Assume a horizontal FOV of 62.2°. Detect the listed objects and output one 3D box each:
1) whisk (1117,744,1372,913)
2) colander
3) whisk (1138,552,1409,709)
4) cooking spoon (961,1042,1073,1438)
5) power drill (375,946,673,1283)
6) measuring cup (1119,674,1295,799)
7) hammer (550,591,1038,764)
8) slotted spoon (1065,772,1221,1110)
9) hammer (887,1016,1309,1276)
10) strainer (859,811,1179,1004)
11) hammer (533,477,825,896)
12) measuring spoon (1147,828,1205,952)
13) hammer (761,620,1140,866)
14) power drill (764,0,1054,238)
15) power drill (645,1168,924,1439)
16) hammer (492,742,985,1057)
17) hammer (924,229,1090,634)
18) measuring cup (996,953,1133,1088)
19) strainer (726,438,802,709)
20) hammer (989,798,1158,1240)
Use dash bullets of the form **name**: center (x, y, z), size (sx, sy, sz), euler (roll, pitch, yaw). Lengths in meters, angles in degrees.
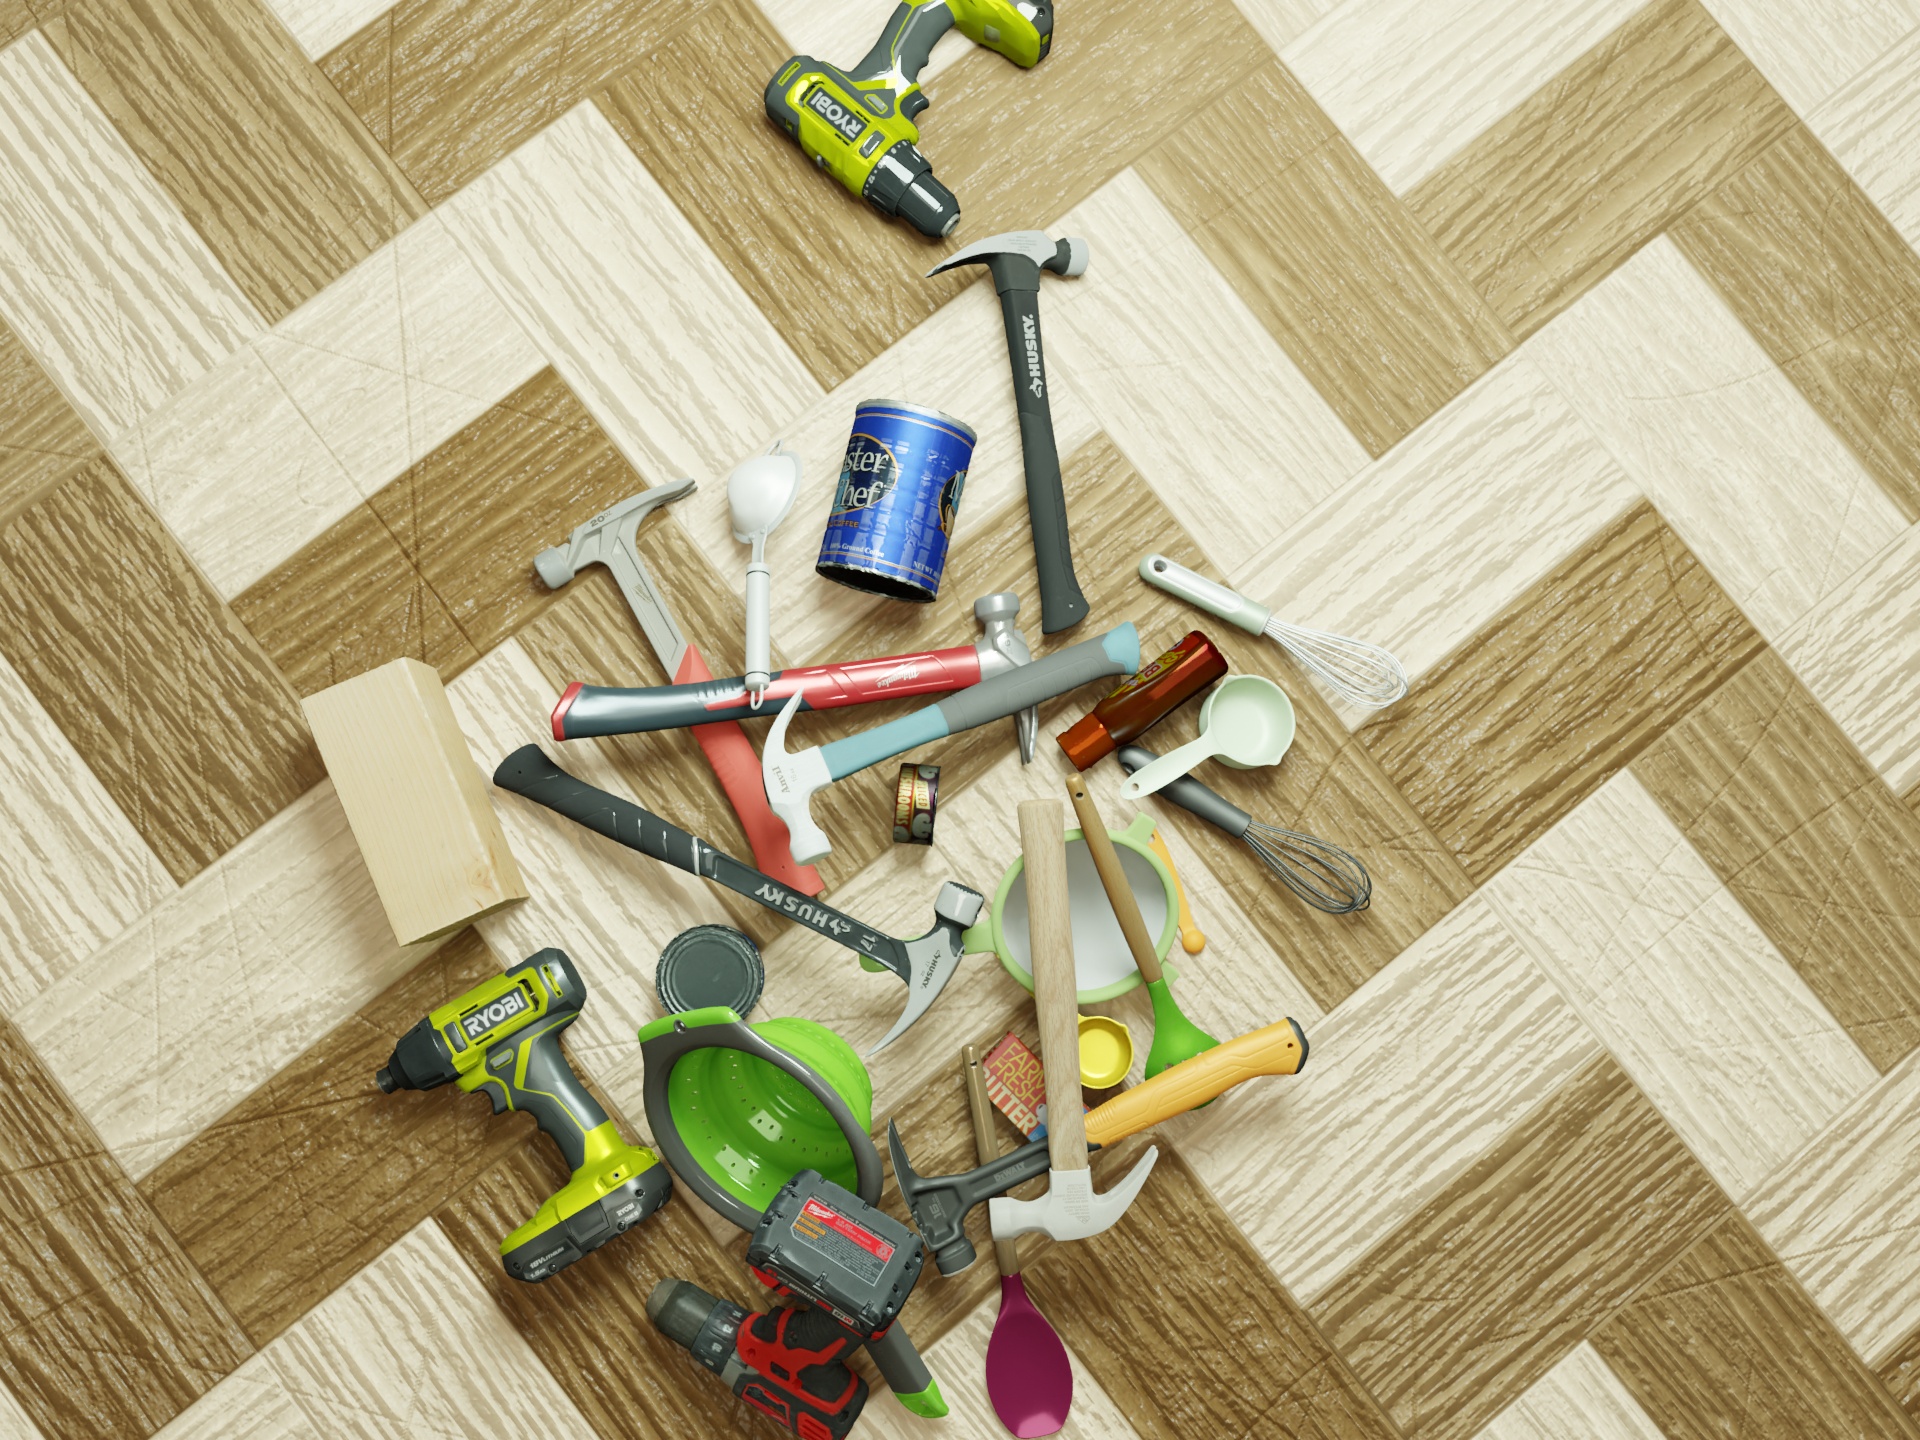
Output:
- **whisk**: center (0.233, 0.087, 1.306), size (0.239, 0.055, 0.055), euler (32, 84, 5)
- **colander**: center (-0.097, 0.367, 1.244), size (0.204, 0.094, 0.397), euler (-19, 106, 35)
- **whisk**: center (0.260, -0.078, 1.323), size (0.246, 0.059, 0.058), euler (27, 72, 5)
- **cooking spoon**: center (0.035, 0.415, 1.268), size (0.068, 0.017, 0.319), euler (-10, 91, -3)
- **power drill**: center (-0.341, 0.315, 1.249), size (0.171, 0.080, 0.223), euler (-30, 83, -5)
- **measuring cup**: center (0.196, 0.024, 1.301), size (0.167, 0.038, 0.083), euler (-29, 86, -15)
- **hammer**: center (-0.129, -0.009, 1.275), size (0.386, 0.038, 0.143), euler (-8, 84, -12)
- **slotted spoon**: center (0.141, 0.181, 1.244), size (0.070, 0.031, 0.313), euler (-22, 107, 3)
- **hammer**: center (0.111, 0.307, 1.239), size (0.337, 0.034, 0.127), euler (-25, 91, 1)
- **strainer**: center (0.044, 0.157, 1.277), size (0.256, 0.069, 0.151), euler (-11, 108, 0)
- **hammer**: center (-0.202, -0.016, 1.304), size (0.149, 0.036, 0.359), euler (-29, 86, -5)
- **measuring spoon**: center (0.174, 0.138, 1.315), size (0.021, 0.011, 0.117), euler (-22, 86, -4)
- **hammer**: center (-0.002, -0.004, 1.255), size (0.331, 0.033, 0.128), euler (-22, 76, -16)
- **power drill**: center (-0.026, -0.537, 1.342), size (0.190, 0.080, 0.228), euler (41, 87, 2)
- **power drill**: center (-0.137, 0.438, 1.194), size (0.188, 0.080, 0.226), euler (29, 128, 8)
- **hammer**: center (-0.192, 0.121, 1.254), size (0.409, 0.036, 0.149), euler (24, 92, 12)
- **hammer**: center (0.059, -0.238, 1.318), size (0.146, 0.035, 0.335), euler (-7, 89, -30)
- **measuring cup**: center (0.079, 0.234, 1.301), size (0.062, 0.029, 0.157), euler (-41, 76, -5)
- **strainer**: center (-0.162, -0.126, 1.270), size (0.087, 0.050, 0.259), euler (-24, 58, 37)
- **hammer**: center (0.076, 0.225, 1.206), size (0.130, 0.031, 0.331), euler (-4, 89, 1)
